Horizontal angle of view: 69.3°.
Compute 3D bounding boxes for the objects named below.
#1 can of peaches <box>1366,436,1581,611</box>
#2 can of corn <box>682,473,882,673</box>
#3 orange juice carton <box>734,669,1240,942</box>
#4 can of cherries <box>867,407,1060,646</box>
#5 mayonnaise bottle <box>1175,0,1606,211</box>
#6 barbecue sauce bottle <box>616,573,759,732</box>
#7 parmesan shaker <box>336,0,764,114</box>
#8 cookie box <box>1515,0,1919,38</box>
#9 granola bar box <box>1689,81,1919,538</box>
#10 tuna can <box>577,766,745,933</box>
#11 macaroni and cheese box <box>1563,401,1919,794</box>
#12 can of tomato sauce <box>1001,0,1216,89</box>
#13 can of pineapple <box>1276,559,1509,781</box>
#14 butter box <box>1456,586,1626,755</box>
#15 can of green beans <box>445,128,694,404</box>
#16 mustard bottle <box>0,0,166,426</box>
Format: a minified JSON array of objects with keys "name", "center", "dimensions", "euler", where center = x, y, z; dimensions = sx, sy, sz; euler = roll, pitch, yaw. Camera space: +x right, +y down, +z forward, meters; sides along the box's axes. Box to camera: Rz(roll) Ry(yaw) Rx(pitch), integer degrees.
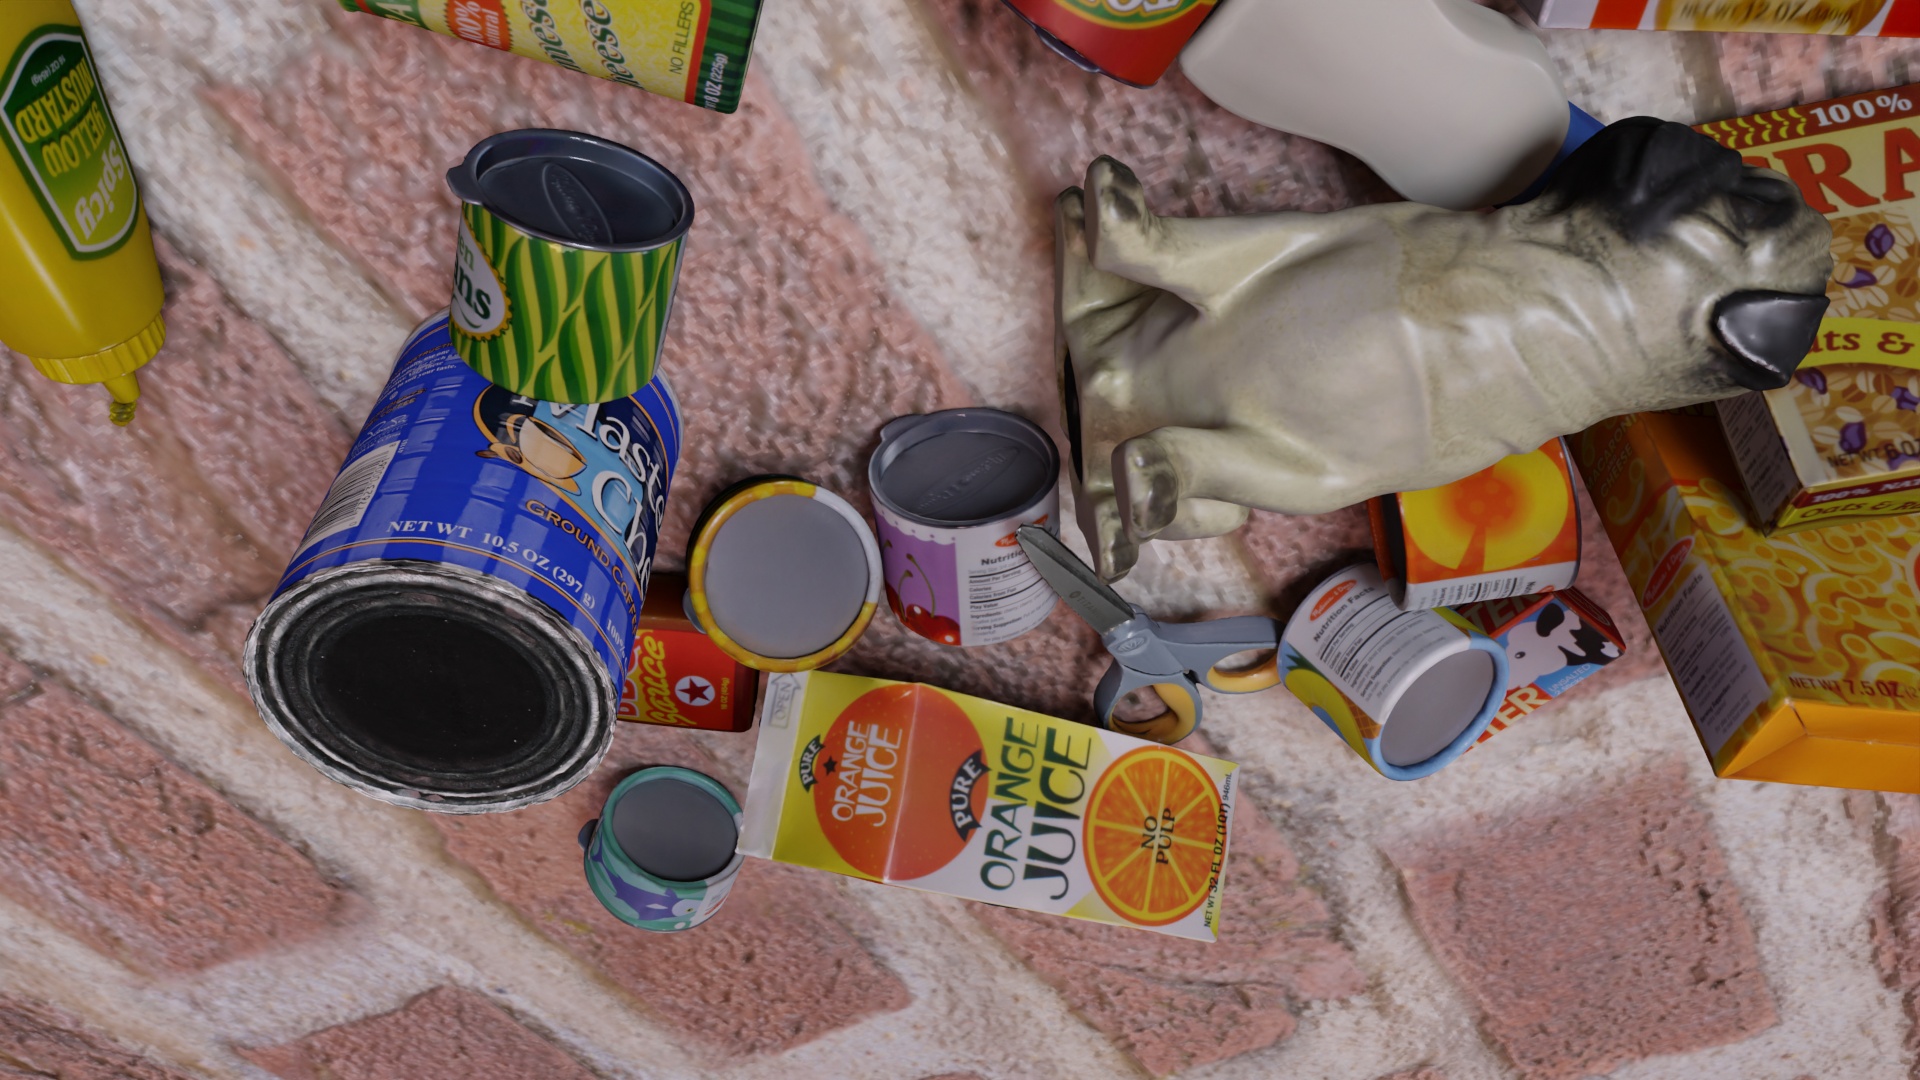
[{"name":"can of peaches","center":[0.179,-0.013,0.493],"dimensions":[0.058,0.071,0.071],"euler":[-10,129,7]},{"name":"can of corn","center":[-0.065,0.012,0.490],"dimensions":[0.071,0.058,0.071],"euler":[-1,94,-12]},{"name":"orange juice carton","center":[0.009,0.102,0.538],"dimensions":[0.193,0.072,0.073],"euler":[17,165,-26]},{"name":"can of cherries","center":[0.002,-0.006,0.495],"dimensions":[0.071,0.072,0.058],"euler":[-4,131,2]},{"name":"mayonnaise bottle","center":[0.138,-0.132,0.408],"dimensions":[0.148,0.041,0.064],"euler":[23,133,-21]},{"name":"barbecue sauce bottle","center":[-0.153,0.040,0.541],"dimensions":[0.149,0.044,0.064],"euler":[6,128,-6]},{"name":"parmesan shaker","center":[-0.101,-0.158,0.360],"dimensions":[0.103,0.072,0.071],"euler":[13,128,-12]},{"name":"cookie box","center":[0.221,-0.214,0.341],"dimensions":[0.123,0.040,0.166],"euler":[1,131,-2]},{"name":"granola bar box","center":[0.302,-0.076,0.403],"dimensions":[0.165,0.124,0.039],"euler":[-9,156,6]},{"name":"tuna can","center":[-0.130,0.132,0.605],"dimensions":[0.071,0.071,0.032],"euler":[17,127,-15]},{"name":"macaroni and cheese box","center":[0.271,0.000,0.438],"dimensions":[0.124,0.167,0.040],"euler":[6,135,-6]},{"name":"can of tomato sauce","center":[0.048,-0.169,0.354],"dimensions":[0.071,0.071,0.082],"euler":[26,124,-21]},{"name":"can of pineapple","center":[0.167,0.051,0.535],"dimensions":[0.071,0.058,0.070],"euler":[-15,126,-21]},{"name":"butter box","center":[0.214,0.055,0.576],"dimensions":[0.053,0.024,0.103],"euler":[33,122,-26]},{"name":"can of green beans","center":[-0.120,-0.083,0.424],"dimensions":[0.071,0.071,0.057],"euler":[14,129,-12]},{"name":"mustard bottle","center":[-0.274,-0.097,0.414],"dimensions":[0.049,0.066,0.159],"euler":[4,136,2]}]
